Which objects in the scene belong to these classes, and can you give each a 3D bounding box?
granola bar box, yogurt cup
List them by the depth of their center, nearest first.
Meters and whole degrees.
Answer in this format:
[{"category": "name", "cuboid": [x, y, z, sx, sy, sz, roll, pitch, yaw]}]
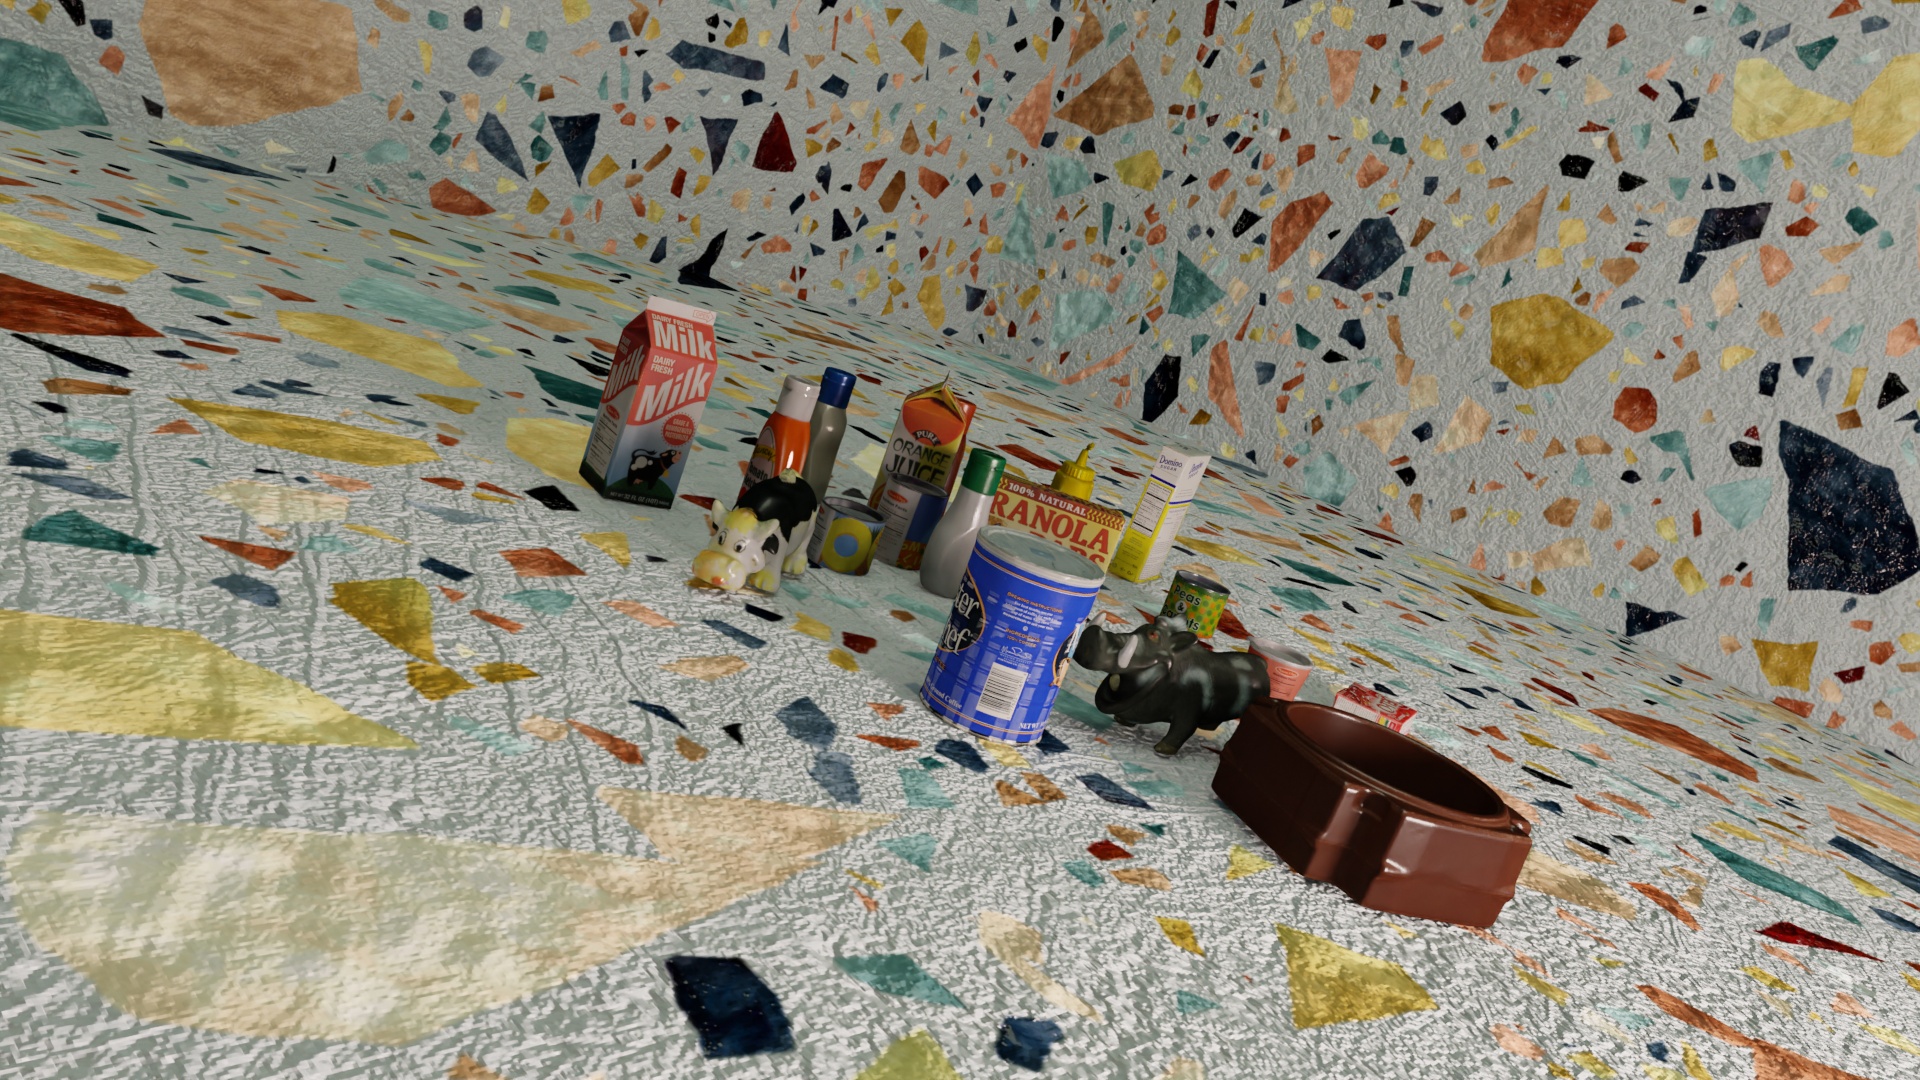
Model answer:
[{"category": "yogurt cup", "cuboid": [0.318, 0.137, 1.414, 0.072, 0.053, 0.072, 19, 13, -4]}, {"category": "granola bar box", "cuboid": [0.071, 0.004, 1.435, 0.165, 0.124, 0.039, 20, 12, -2]}]

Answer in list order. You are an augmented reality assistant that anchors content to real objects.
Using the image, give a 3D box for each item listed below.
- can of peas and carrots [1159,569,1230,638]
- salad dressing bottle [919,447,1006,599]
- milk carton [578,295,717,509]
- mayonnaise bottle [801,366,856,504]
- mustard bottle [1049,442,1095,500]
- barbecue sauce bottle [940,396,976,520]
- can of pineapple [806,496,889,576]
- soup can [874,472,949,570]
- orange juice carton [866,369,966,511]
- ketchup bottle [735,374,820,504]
[{"category": "can of peas and carrots", "cuboid": [0.267, 0.073, 1.588, 0.071, 0.058, 0.071, 19, 13, -4]}, {"category": "salad dressing bottle", "cuboid": [0.005, -0.017, 1.369, 0.064, 0.147, 0.044, 7, 18, -46]}, {"category": "milk carton", "cuboid": [-0.289, -0.133, 1.311, 0.072, 0.190, 0.073, 10, 16, -38]}, {"category": "mayonnaise bottle", "cuboid": [-0.155, -0.118, 1.546, 0.041, 0.147, 0.065, 12, 15, -33]}, {"category": "mustard bottle", "cuboid": [0.121, -0.042, 1.617, 0.049, 0.159, 0.065, 18, 12, -8]}, {"category": "barbecue sauce bottle", "cuboid": [-0.022, -0.099, 1.664, 0.044, 0.148, 0.065, 13, 14, -29]}, {"category": "can of pineapple", "cuboid": [-0.109, -0.004, 1.344, 0.071, 0.057, 0.071, 19, 13, -4]}, {"category": "soup can", "cuboid": [-0.055, -0.020, 1.433, 0.071, 0.083, 0.071, 19, 12, -4]}, {"category": "orange juice carton", "cuboid": [-0.044, -0.092, 1.503, 0.073, 0.192, 0.072, 20, 12, -2]}, {"category": "ketchup bottle", "cuboid": [-0.180, -0.091, 1.395, 0.043, 0.148, 0.065, 9, 16, -41]}]
